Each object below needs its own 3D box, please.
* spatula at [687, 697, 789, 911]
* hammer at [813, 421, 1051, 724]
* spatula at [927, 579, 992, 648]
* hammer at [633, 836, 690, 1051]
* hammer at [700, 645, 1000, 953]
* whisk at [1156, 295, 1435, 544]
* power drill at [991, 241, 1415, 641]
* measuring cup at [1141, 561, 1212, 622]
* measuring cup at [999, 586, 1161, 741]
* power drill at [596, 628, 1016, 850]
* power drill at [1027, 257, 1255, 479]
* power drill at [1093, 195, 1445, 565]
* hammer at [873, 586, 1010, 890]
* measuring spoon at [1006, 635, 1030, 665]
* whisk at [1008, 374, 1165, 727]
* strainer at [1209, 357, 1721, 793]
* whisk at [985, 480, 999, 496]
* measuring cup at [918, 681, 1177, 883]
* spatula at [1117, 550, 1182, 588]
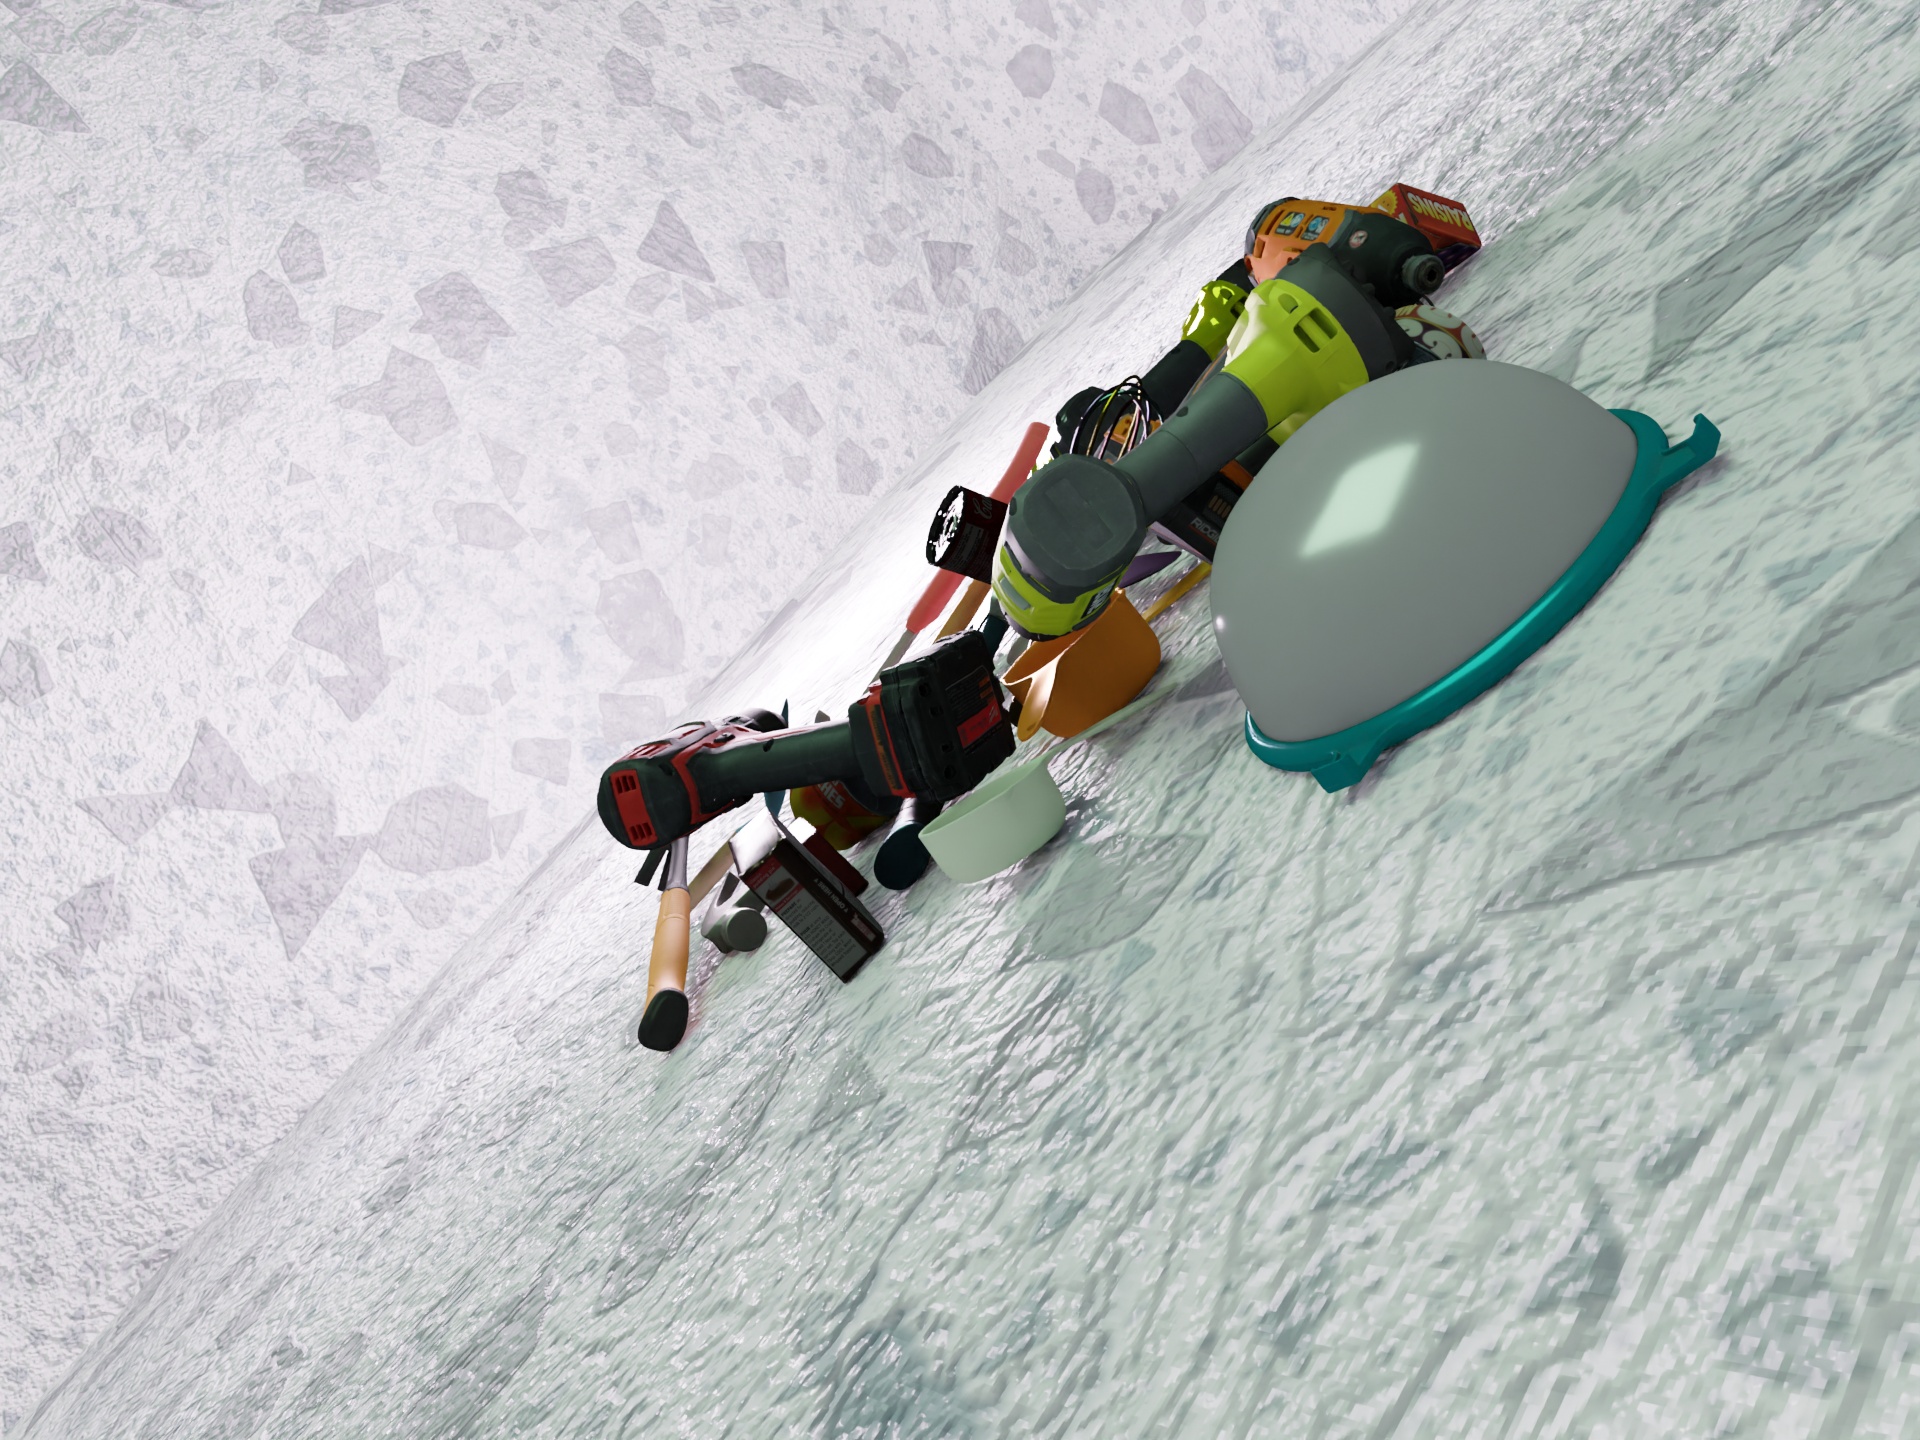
[{"bbox_3d":[-0.199,0.101,1.319,0.317,0.044,0.082,-47,24,43],"label":"spatula"},{"bbox_3d":[-0.016,-0.114,1.351,0.359,0.037,0.149,-57,-4,-16],"label":"hammer"},{"bbox_3d":[-0.023,-0.063,1.251,0.081,0.041,0.323,-45,9,44],"label":"spatula"},{"bbox_3d":[-0.227,0.155,1.240,0.127,0.034,0.337,-63,16,18],"label":"hammer"},{"bbox_3d":[-0.083,0.049,1.238,0.331,0.031,0.130,-48,13,-19],"label":"hammer"},{"bbox_3d":[0.213,-0.191,1.039,0.239,0.055,0.055,-42,11,35],"label":"whisk"},{"bbox_3d":[0.110,-0.128,0.827,0.228,0.080,0.190,-39,-6,-8],"label":"power drill"},{"bbox_3d":[0.111,-0.077,1.014,0.156,0.029,0.062,-39,13,23],"label":"measuring cup"},{"bbox_3d":[0.065,-0.012,0.886,0.095,0.052,0.174,-36,13,25],"label":"measuring cup"},{"bbox_3d":[-0.086,0.012,0.963,0.227,0.080,0.188,-14,9,22],"label":"power drill"},{"bbox_3d":[0.147,-0.238,1.212,0.223,0.080,0.171,-40,-7,-16],"label":"power drill"},{"bbox_3d":[0.186,-0.207,0.955,0.226,0.084,0.164,-56,29,6],"label":"power drill"},{"bbox_3d":[-0.002,-0.003,1.084,0.128,0.033,0.331,-58,7,35],"label":"hammer"},{"bbox_3d":[0.073,-0.053,1.117,0.124,0.018,0.034,-7,48,60],"label":"measuring spoon"},{"bbox_3d":[0.071,-0.096,0.962,0.047,0.051,0.244,-81,6,-56],"label":"whisk"},{"bbox_3d":[0.171,-0.099,0.730,0.211,0.095,0.340,-44,13,6],"label":"strainer"},{"bbox_3d":[0.068,-0.174,1.437,0.073,0.073,0.296,-44,18,3],"label":"whisk"},{"bbox_3d":[0.056,0.033,0.842,0.167,0.038,0.083,-31,3,-17],"label":"measuring cup"},{"bbox_3d":[0.107,-0.109,1.126,0.060,0.018,0.316,-26,8,0],"label":"spatula"}]
